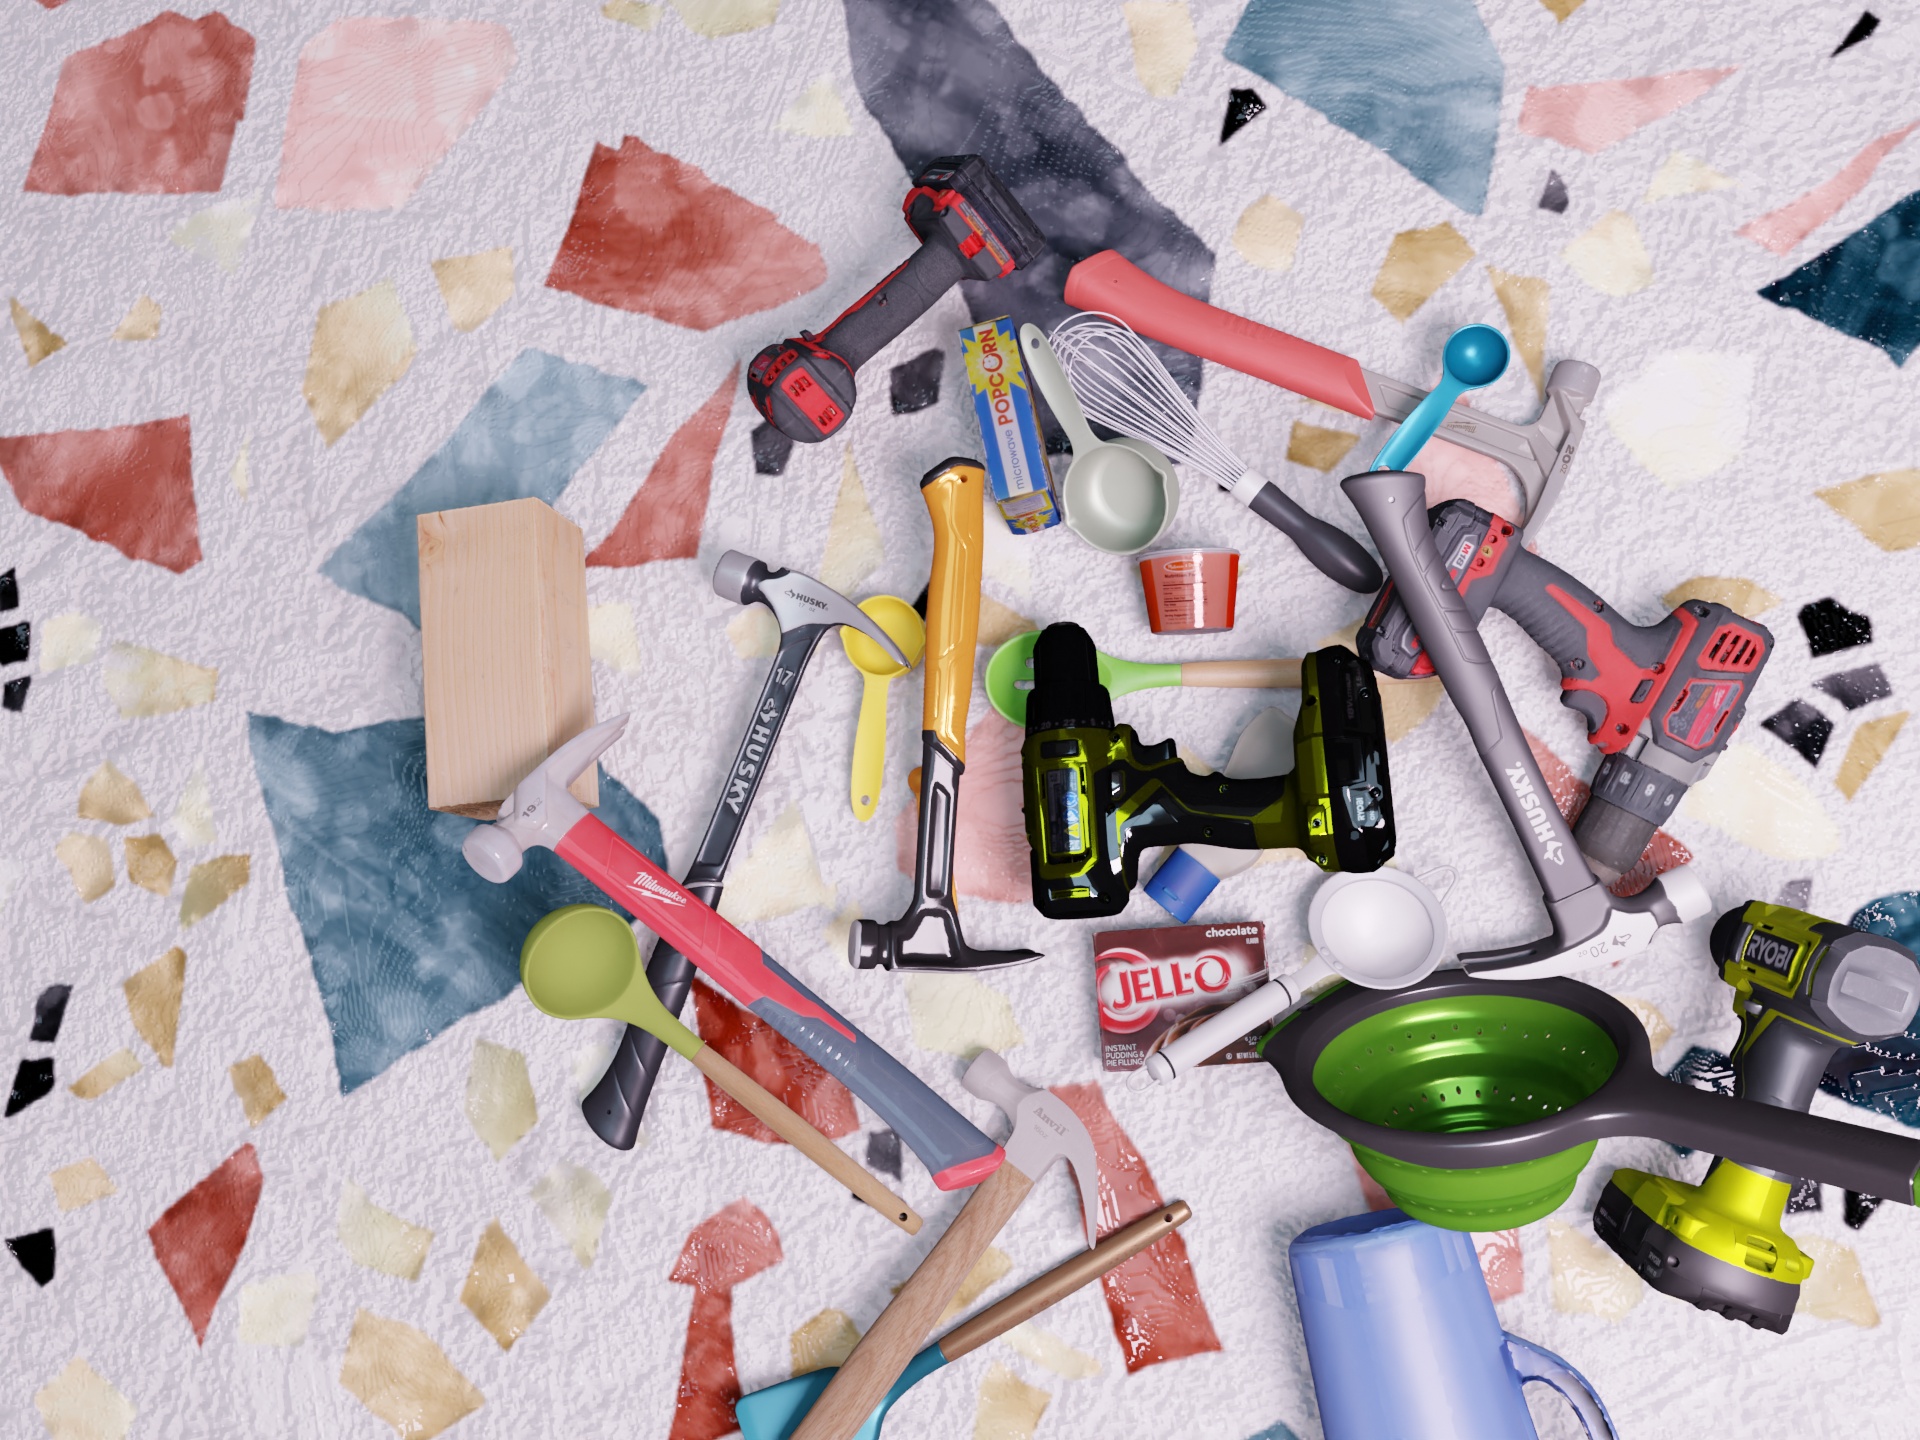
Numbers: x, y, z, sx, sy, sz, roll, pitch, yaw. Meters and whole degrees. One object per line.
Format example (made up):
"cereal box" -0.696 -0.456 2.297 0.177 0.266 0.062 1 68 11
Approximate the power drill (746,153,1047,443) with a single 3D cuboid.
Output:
"power drill" -0.057 -0.284 1.092 0.219 0.143 0.078 -44 114 0

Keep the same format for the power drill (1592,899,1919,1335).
"power drill" 0.451 0.216 0.915 0.080 0.171 0.223 20 92 1

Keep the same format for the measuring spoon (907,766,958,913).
"measuring spoon" -0.019 0.088 1.085 0.021 0.011 0.117 -12 80 8

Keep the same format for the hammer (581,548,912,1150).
"hammer" -0.164 0.097 1.082 0.149 0.036 0.409 21 90 13

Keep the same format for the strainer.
"strainer" 0.207 0.163 0.988 0.258 0.050 0.087 -27 58 -20

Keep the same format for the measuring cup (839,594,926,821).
"measuring cup" -0.056 -0.008 1.102 0.062 0.029 0.156 6 89 13

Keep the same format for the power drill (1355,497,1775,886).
"power drill" 0.364 -0.019 0.993 0.226 0.080 0.188 27 99 3

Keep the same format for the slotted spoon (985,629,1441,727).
"slotted spoon" 0.174 -0.029 1.064 0.314 0.031 0.070 -1 82 8

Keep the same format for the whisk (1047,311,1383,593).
"whisk" 0.169 -0.177 1.072 0.284 0.070 0.070 40 89 8

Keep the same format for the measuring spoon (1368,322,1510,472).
"measuring spoon" 0.308 -0.201 1.040 0.042 0.021 0.128 39 98 10

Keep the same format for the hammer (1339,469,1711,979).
"hammer" 0.310 0.001 0.947 0.146 0.035 0.334 -27 98 10

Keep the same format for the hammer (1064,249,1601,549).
"hammer" 0.235 -0.229 1.079 0.359 0.036 0.149 24 86 12

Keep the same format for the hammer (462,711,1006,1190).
"hammer" -0.123 0.154 1.017 0.386 0.038 0.143 38 52 4

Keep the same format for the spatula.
"spatula" 0.010 0.393 1.018 0.317 0.044 0.082 -32 69 2

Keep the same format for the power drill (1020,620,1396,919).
"power drill" 0.147 0.021 0.998 0.228 0.080 0.191 -7 76 18

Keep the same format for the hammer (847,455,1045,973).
"hammer" -0.002 -0.003 1.043 0.127 0.034 0.337 3 88 -15

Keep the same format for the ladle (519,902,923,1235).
"ladle" -0.151 0.234 1.035 0.320 0.062 0.078 39 81 -1

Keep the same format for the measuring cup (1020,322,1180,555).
"measuring cup" 0.089 -0.191 1.061 0.083 0.038 0.167 -25 96 36

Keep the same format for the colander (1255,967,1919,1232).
"colander" 0.348 0.234 0.863 0.397 0.204 0.094 5 113 51

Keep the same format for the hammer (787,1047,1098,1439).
"hammer" -0.031 0.378 1.002 0.130 0.031 0.331 34 80 19
